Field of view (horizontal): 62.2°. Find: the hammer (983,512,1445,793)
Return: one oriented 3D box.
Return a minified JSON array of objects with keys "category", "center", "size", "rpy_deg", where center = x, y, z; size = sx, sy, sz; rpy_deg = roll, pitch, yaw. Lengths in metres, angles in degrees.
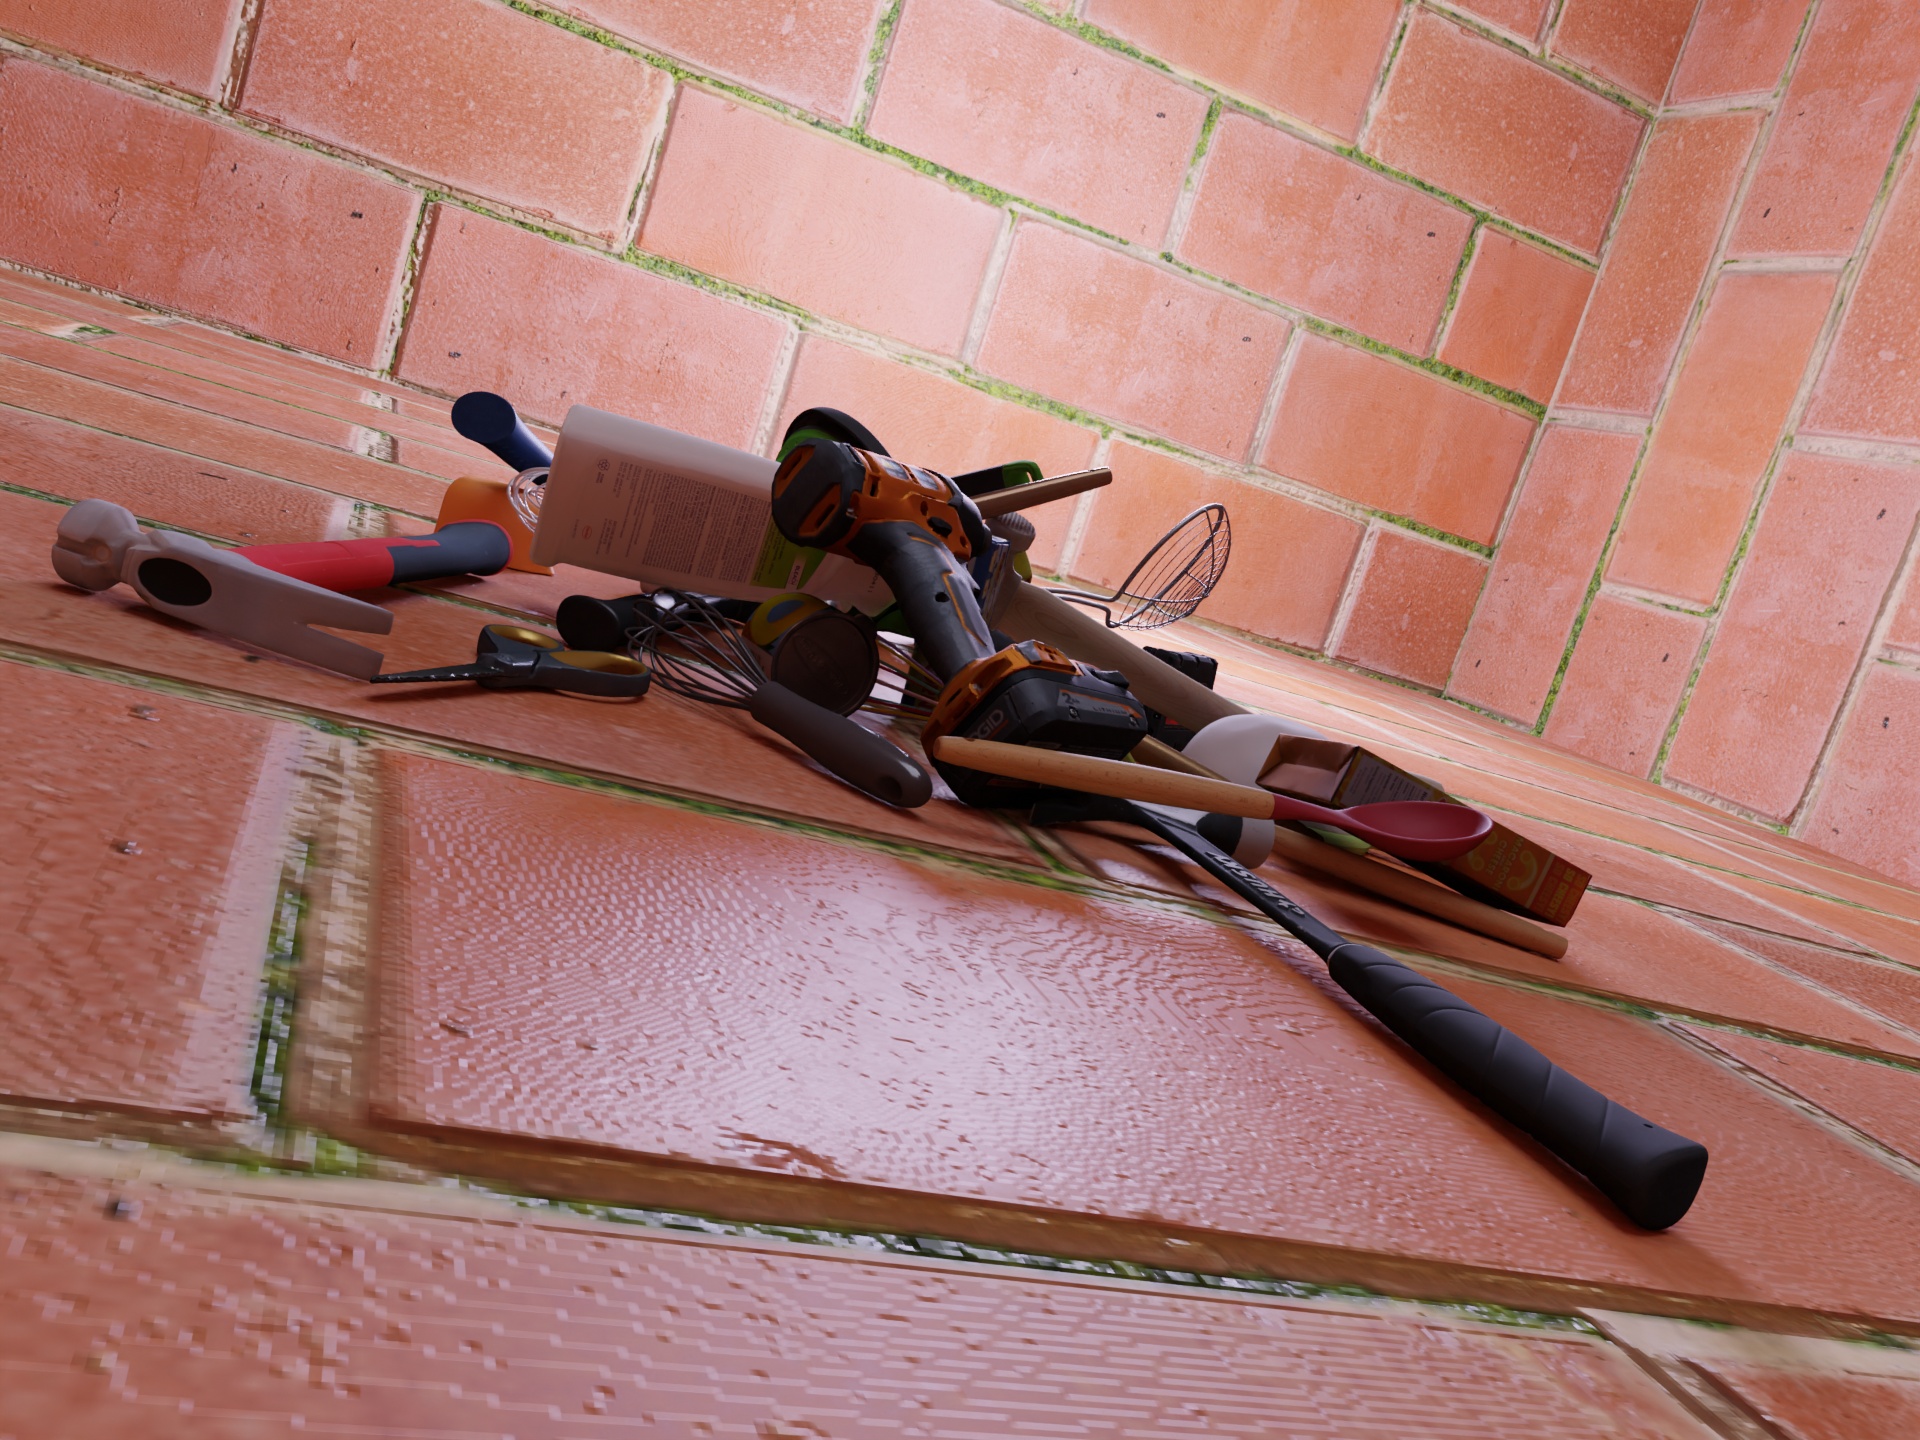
[{"category":"hammer","center":[0.171,-0.002,1.172],"size":[0.410,0.146,0.038],"rpy_deg":[27,27,-6]}]

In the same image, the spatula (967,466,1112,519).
[{"category":"spatula","center":[-0.040,-0.132,1.085],"size":[0.316,0.018,0.060],"rpy_deg":[-16,21,-16]}]

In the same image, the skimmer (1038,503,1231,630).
[{"category":"skimmer","center":[0.033,-0.123,1.211],"size":[0.363,0.090,0.127],"rpy_deg":[3,-31,-12]}]

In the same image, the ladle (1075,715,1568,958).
[{"category":"ladle","center":[0.204,0.064,0.927],"size":[0.320,0.062,0.078],"rpy_deg":[21,1,3]}]

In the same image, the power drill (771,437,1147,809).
[{"category":"power drill","center":[0.005,-0.058,0.894],"size":[0.164,0.084,0.227],"rpy_deg":[7,43,-53]}]

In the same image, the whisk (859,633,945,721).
[{"category":"whisk","center":[-0.002,-0.001,0.987],"size":[0.245,0.051,0.047],"rpy_deg":[23,43,2]}]

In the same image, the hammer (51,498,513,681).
[{"category":"hammer","center":[-0.302,-0.079,0.851],"size":[0.143,0.038,0.386],"rpy_deg":[19,9,0]}]

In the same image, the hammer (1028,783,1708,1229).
[{"category":"hammer","center":[0.160,0.098,0.689],"size":[0.149,0.036,0.409],"rpy_deg":[13,10,-22]}]

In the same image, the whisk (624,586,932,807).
[{"category":"whisk","center":[-0.098,-0.012,0.822],"size":[0.239,0.055,0.055],"rpy_deg":[29,14,37]}]

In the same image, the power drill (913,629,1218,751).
[{"category":"power drill","center":[0.093,-0.044,1.317],"size":[0.227,0.080,0.187],"rpy_deg":[19,8,27]}]

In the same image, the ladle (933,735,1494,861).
[{"category":"ladle","center":[0.133,0.038,0.799],"size":[0.315,0.031,0.069],"rpy_deg":[10,9,-22]}]

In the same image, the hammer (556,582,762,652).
[{"category":"hammer","center":[-0.184,-0.071,1.050],"size":[0.146,0.035,0.335],"rpy_deg":[18,9,4]}]

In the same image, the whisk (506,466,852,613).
[{"category":"whisk","center":[-0.189,-0.120,1.092],"size":[0.246,0.057,0.059],"rpy_deg":[18,43,-15]}]

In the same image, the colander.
[{"category":"colander","center":[-0.081,-0.159,1.298],"size":[0.094,0.204,0.397],"rpy_deg":[-27,14,-32]}]

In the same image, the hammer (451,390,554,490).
[{"category":"hammer","center":[-0.300,-0.179,1.228],"size":[0.144,0.035,0.405],"rpy_deg":[19,-4,2]}]

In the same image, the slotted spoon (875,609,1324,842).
[{"category":"slotted spoon","center":[0.090,0.004,1.000],"size":[0.313,0.031,0.070],"rpy_deg":[29,0,-2]}]

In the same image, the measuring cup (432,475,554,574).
[{"category":"measuring cup","center":[-0.336,-0.140,1.105],"size":[0.095,0.052,0.173],"rpy_deg":[19,7,5]}]

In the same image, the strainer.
[{"category":"strainer","center":[0.266,0.050,1.084],"size":[0.256,0.069,0.151],"rpy_deg":[17,9,3]}]
